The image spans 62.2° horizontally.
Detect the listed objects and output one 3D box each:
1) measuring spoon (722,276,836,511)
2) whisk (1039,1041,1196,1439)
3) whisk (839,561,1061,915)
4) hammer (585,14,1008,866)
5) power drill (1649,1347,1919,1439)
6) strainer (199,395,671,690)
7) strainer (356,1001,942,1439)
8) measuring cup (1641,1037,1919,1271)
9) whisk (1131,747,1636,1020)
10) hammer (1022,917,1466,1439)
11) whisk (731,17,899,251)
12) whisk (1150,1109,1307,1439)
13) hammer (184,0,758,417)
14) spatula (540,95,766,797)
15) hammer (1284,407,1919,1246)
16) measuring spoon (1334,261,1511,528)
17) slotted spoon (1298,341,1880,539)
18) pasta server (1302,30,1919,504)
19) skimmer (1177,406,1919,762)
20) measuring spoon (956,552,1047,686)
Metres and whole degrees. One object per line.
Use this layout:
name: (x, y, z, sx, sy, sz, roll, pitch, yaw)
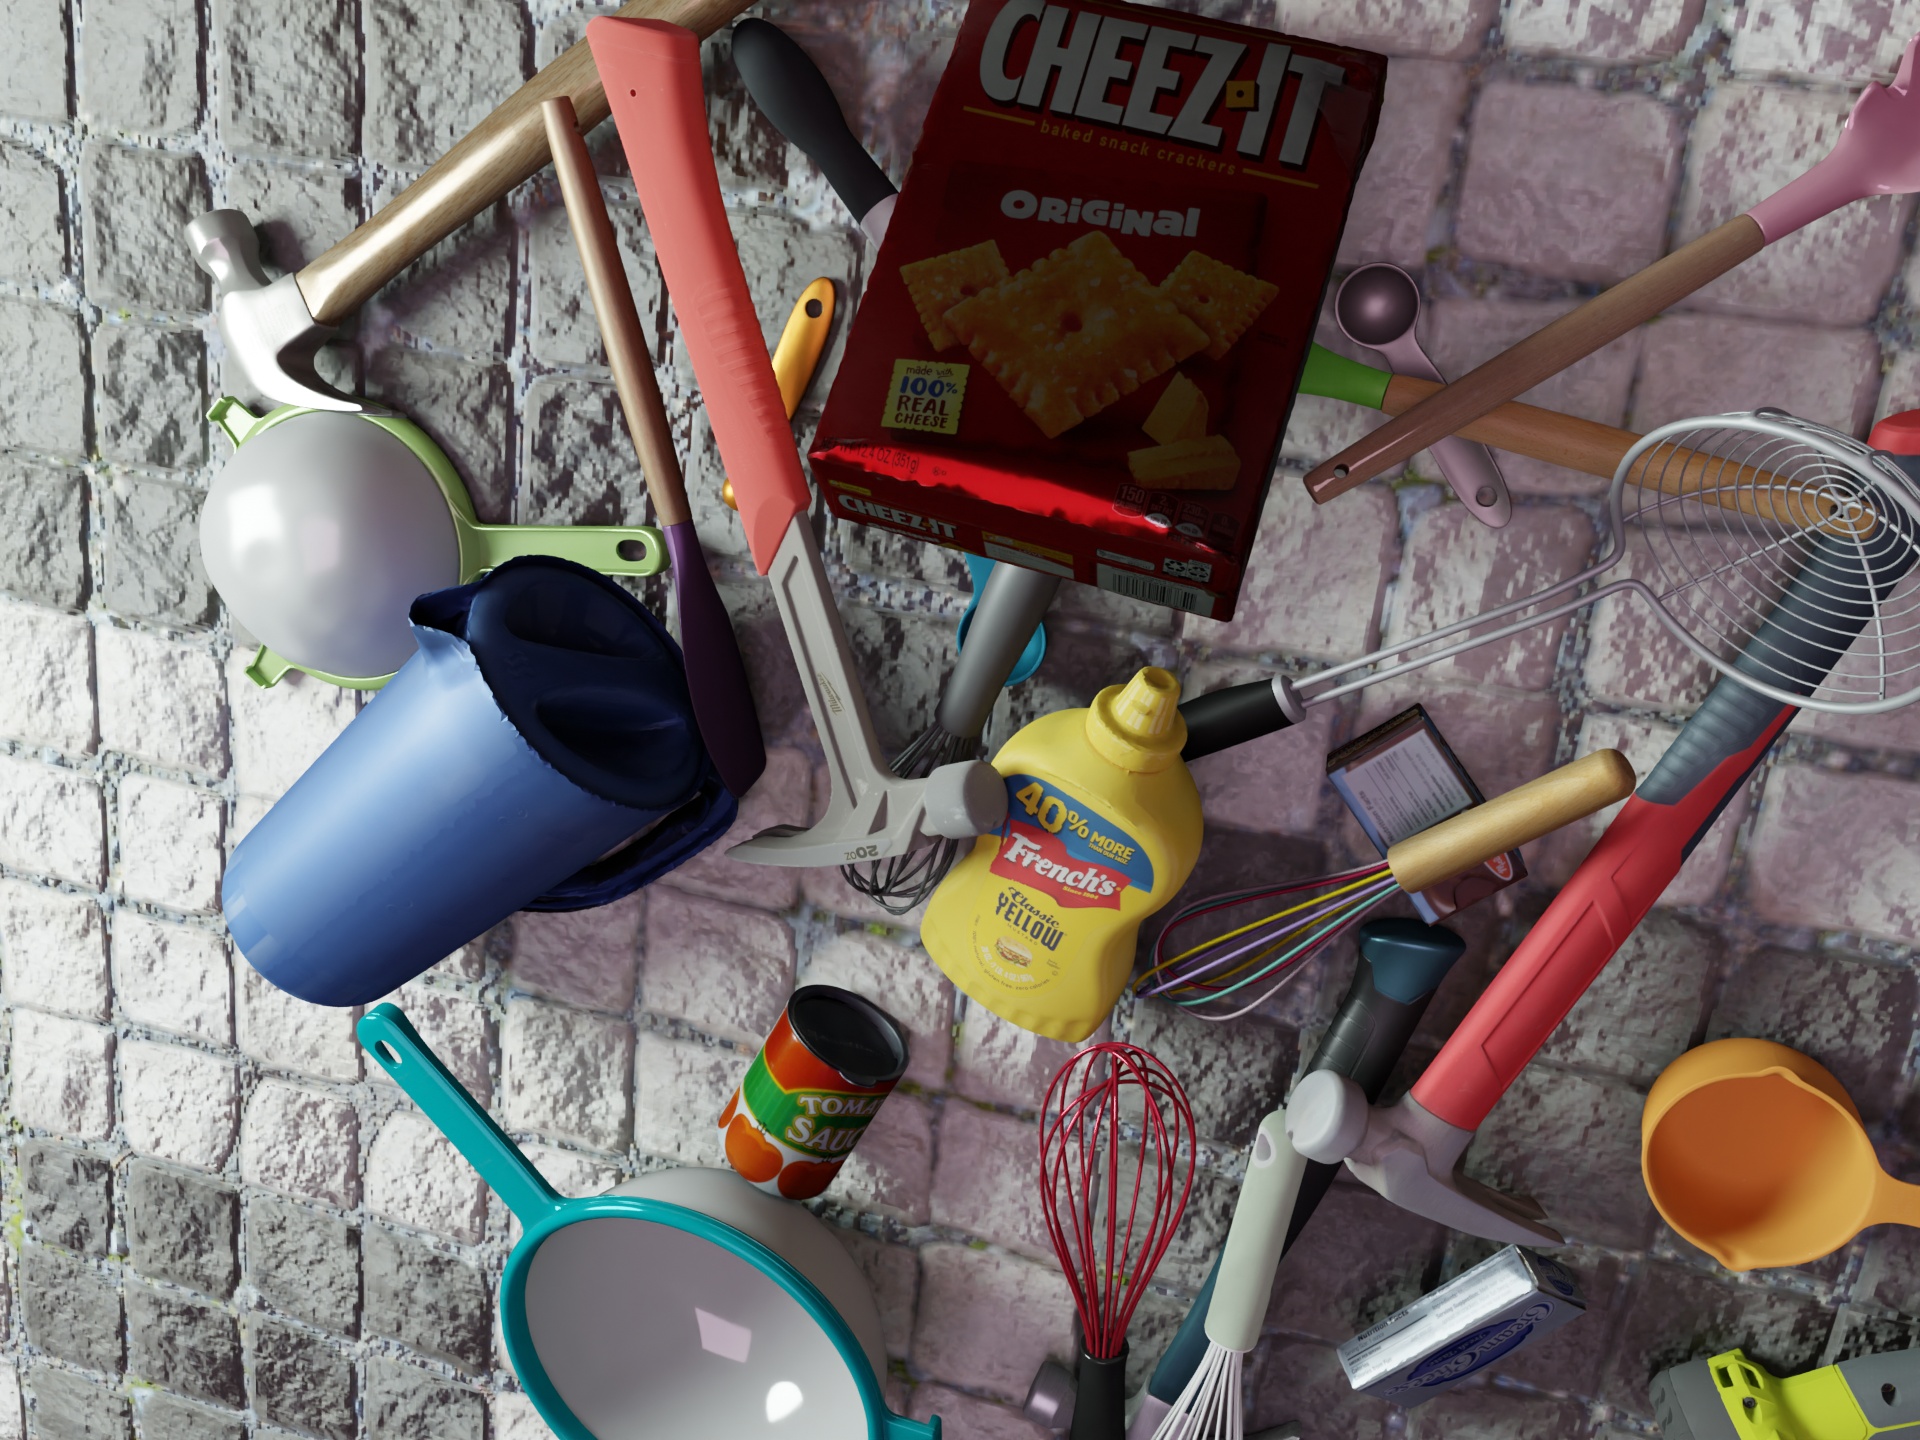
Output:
measuring spoon: (-0.084, -0.148, 0.729, 0.021, 0.011, 0.117, 28, 110, 7)
whisk: (0.068, 0.277, 0.744, 0.073, 0.073, 0.295, 7, 112, 14)
whisk: (-0.001, -0.003, 0.702, 0.055, 0.055, 0.238, 30, 124, 6)
hammer: (-0.092, -0.111, 0.673, 0.149, 0.037, 0.359, -10, 101, 38)
power drill: (0.433, 0.312, 0.675, 0.223, 0.080, 0.171, -30, 94, 17)
strainer: (-0.267, -0.079, 0.767, 0.256, 0.069, 0.151, 3, 105, 16)
strainer: (-0.161, 0.256, 0.805, 0.211, 0.095, 0.340, -39, 93, 31)
measuring cup: (0.376, 0.186, 0.663, 0.174, 0.052, 0.095, 9, 107, 17)
whisk: (0.171, 0.072, 0.677, 0.047, 0.051, 0.245, 40, 128, -24)
hammer: (0.146, 0.235, 0.755, 0.128, 0.033, 0.331, 25, 109, 9)
whisk: (-0.011, -0.185, 0.678, 0.070, 0.070, 0.284, -38, 87, 21)
whisk: (0.124, 0.292, 0.738, 0.059, 0.058, 0.246, 7, 105, -20)
hammer: (-0.211, -0.247, 0.712, 0.331, 0.031, 0.130, -28, 85, 22)
spatula: (-0.135, -0.113, 0.710, 0.018, 0.060, 0.315, -7, 109, 18)
hammer: (0.297, 0.052, 0.653, 0.143, 0.038, 0.386, 27, 106, -18)
measuring spoon: (0.195, -0.134, 0.658, 0.034, 0.018, 0.124, -26, 103, 33)
slotted spoon: (0.194, -0.125, 0.627, 0.314, 0.031, 0.070, 20, 99, 17)
pasta server: (0.268, -0.168, 0.584, 0.316, 0.040, 0.060, -30, 80, 8)
skimmer: (0.180, -0.013, 0.619, 0.363, 0.090, 0.127, -21, 114, 30)
measuring spoon: (0.013, -0.079, 0.722, 0.042, 0.021, 0.128, -10, 92, 18)
